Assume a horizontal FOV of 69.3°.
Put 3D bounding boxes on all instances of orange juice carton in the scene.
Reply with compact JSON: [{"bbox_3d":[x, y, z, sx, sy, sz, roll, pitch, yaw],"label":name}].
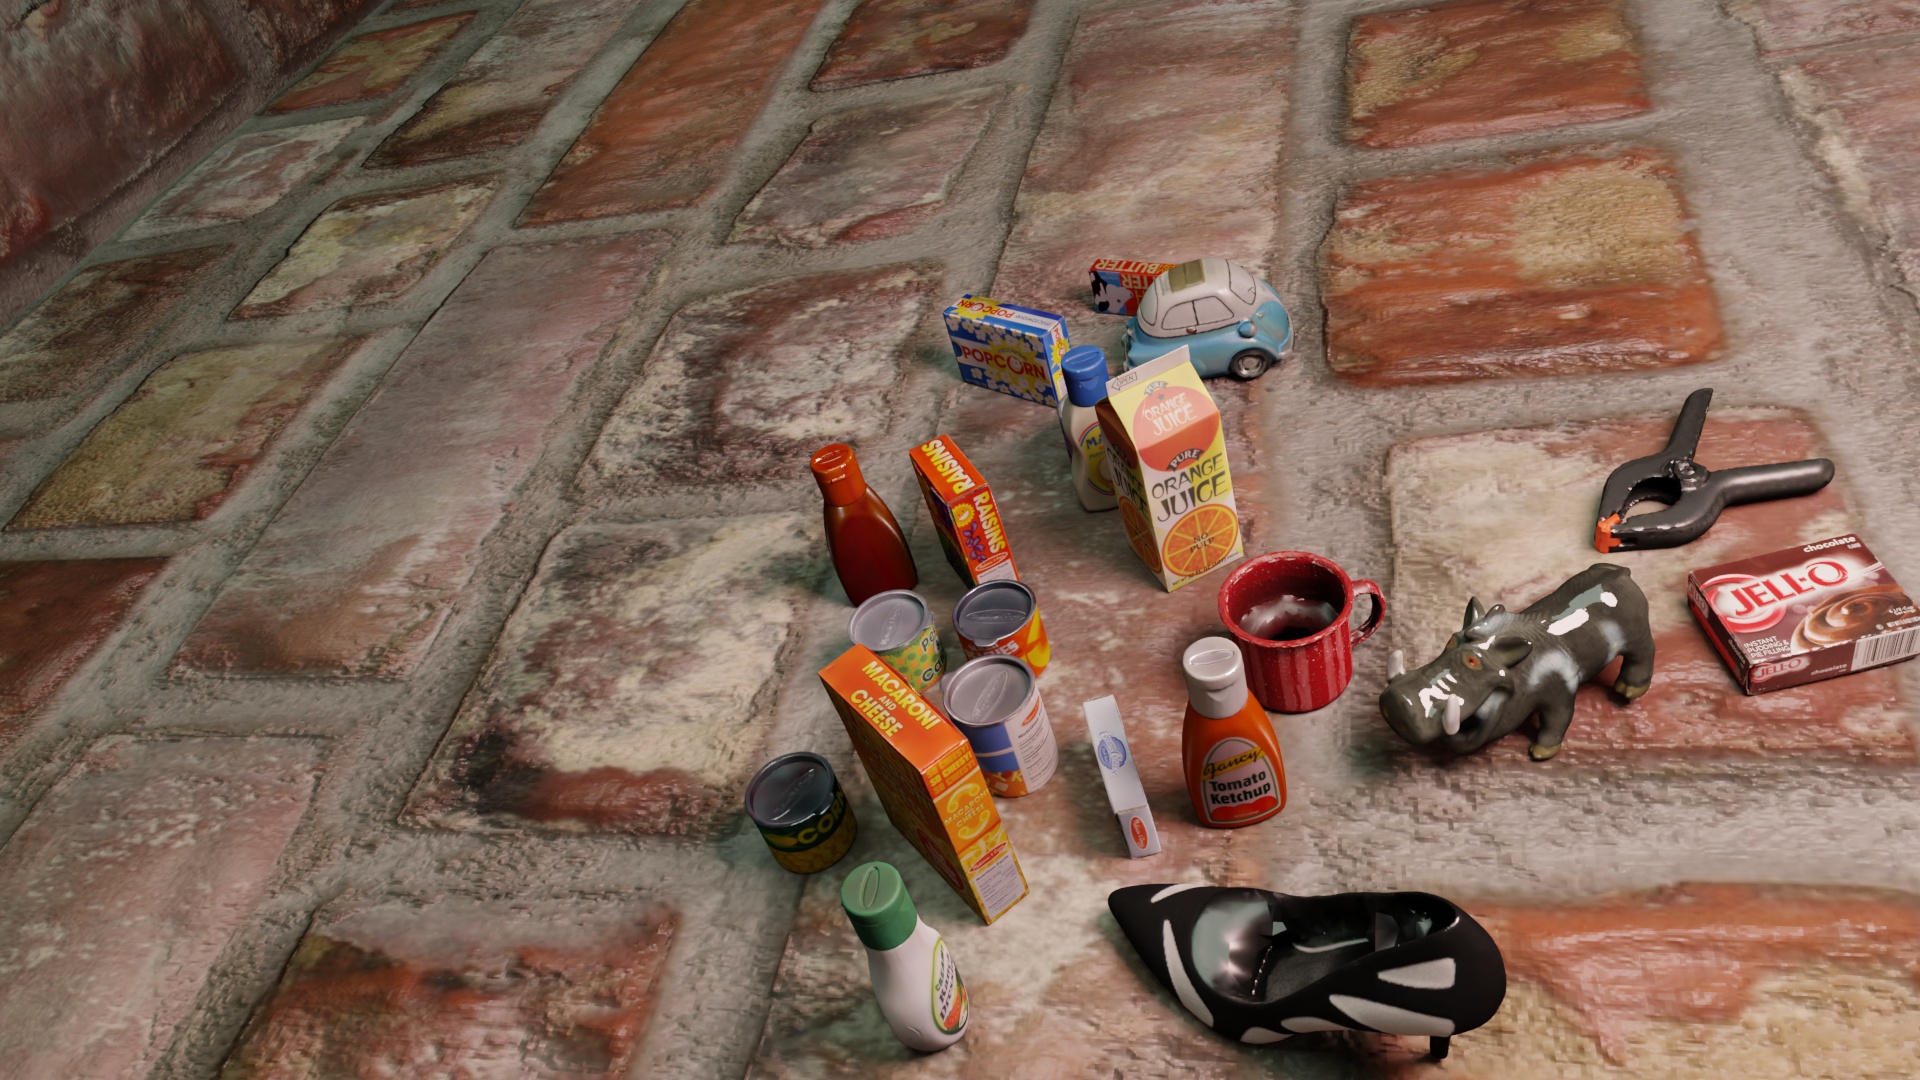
[{"bbox_3d":[0.160,-0.060,1.074,0.072,0.191,0.073,-26,40,-8],"label":"orange juice carton"}]

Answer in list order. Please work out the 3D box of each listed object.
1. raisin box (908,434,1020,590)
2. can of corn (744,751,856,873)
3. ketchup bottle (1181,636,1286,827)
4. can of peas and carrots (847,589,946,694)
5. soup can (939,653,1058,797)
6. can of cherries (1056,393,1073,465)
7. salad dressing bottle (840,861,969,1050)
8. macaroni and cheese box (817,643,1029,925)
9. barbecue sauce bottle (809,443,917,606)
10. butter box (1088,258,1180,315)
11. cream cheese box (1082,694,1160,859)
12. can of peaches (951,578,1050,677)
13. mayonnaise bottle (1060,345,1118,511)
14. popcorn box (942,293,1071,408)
[{"bbox_3d":[0.004,-0.014,1.135,0.040,0.122,0.086,-26,40,-8],"label":"raisin box"},{"bbox_3d":[-0.111,0.195,0.992,0.071,0.058,0.071,-11,40,10],"label":"can of corn"},{"bbox_3d":[0.171,0.124,0.894,0.065,0.148,0.044,-14,40,6],"label":"ketchup bottle"},{"bbox_3d":[-0.047,0.082,1.096,0.071,0.058,0.071,-11,40,10],"label":"can of peas and carrots"},{"bbox_3d":[0.028,0.132,0.991,0.071,0.083,0.072,-11,40,10],"label":"soup can"},{"bbox_3d":[0.125,-0.098,1.234,0.071,0.058,0.072,-11,40,10],"label":"can of cherries"},{"bbox_3d":[-0.033,0.249,0.831,0.044,0.147,0.064,-6,42,16],"label":"salad dressing bottle"},{"bbox_3d":[-0.023,0.160,0.915,0.040,0.165,0.124,-35,42,-18],"label":"macaroni and cheese box"},{"bbox_3d":[-0.084,-0.012,1.147,0.065,0.147,0.044,-20,40,-1],"label":"barbecue sauce bottle"},{"bbox_3d":[0.182,-0.251,1.390,0.103,0.053,0.024,10,48,30],"label":"butter box"},{"bbox_3d":[0.109,0.161,0.950,0.024,0.053,0.104,-16,40,3],"label":"cream cheese box"},{"bbox_3d":[0.032,0.075,1.074,0.071,0.057,0.071,-11,40,10],"label":"can of peaches"},{"bbox_3d":[0.115,-0.093,1.163,0.065,0.147,0.041,-18,40,2],"label":"mayonnaise bottle"},{"bbox_3d":[0.050,-0.183,1.339,0.127,0.084,0.038,21,54,37],"label":"popcorn box"}]
